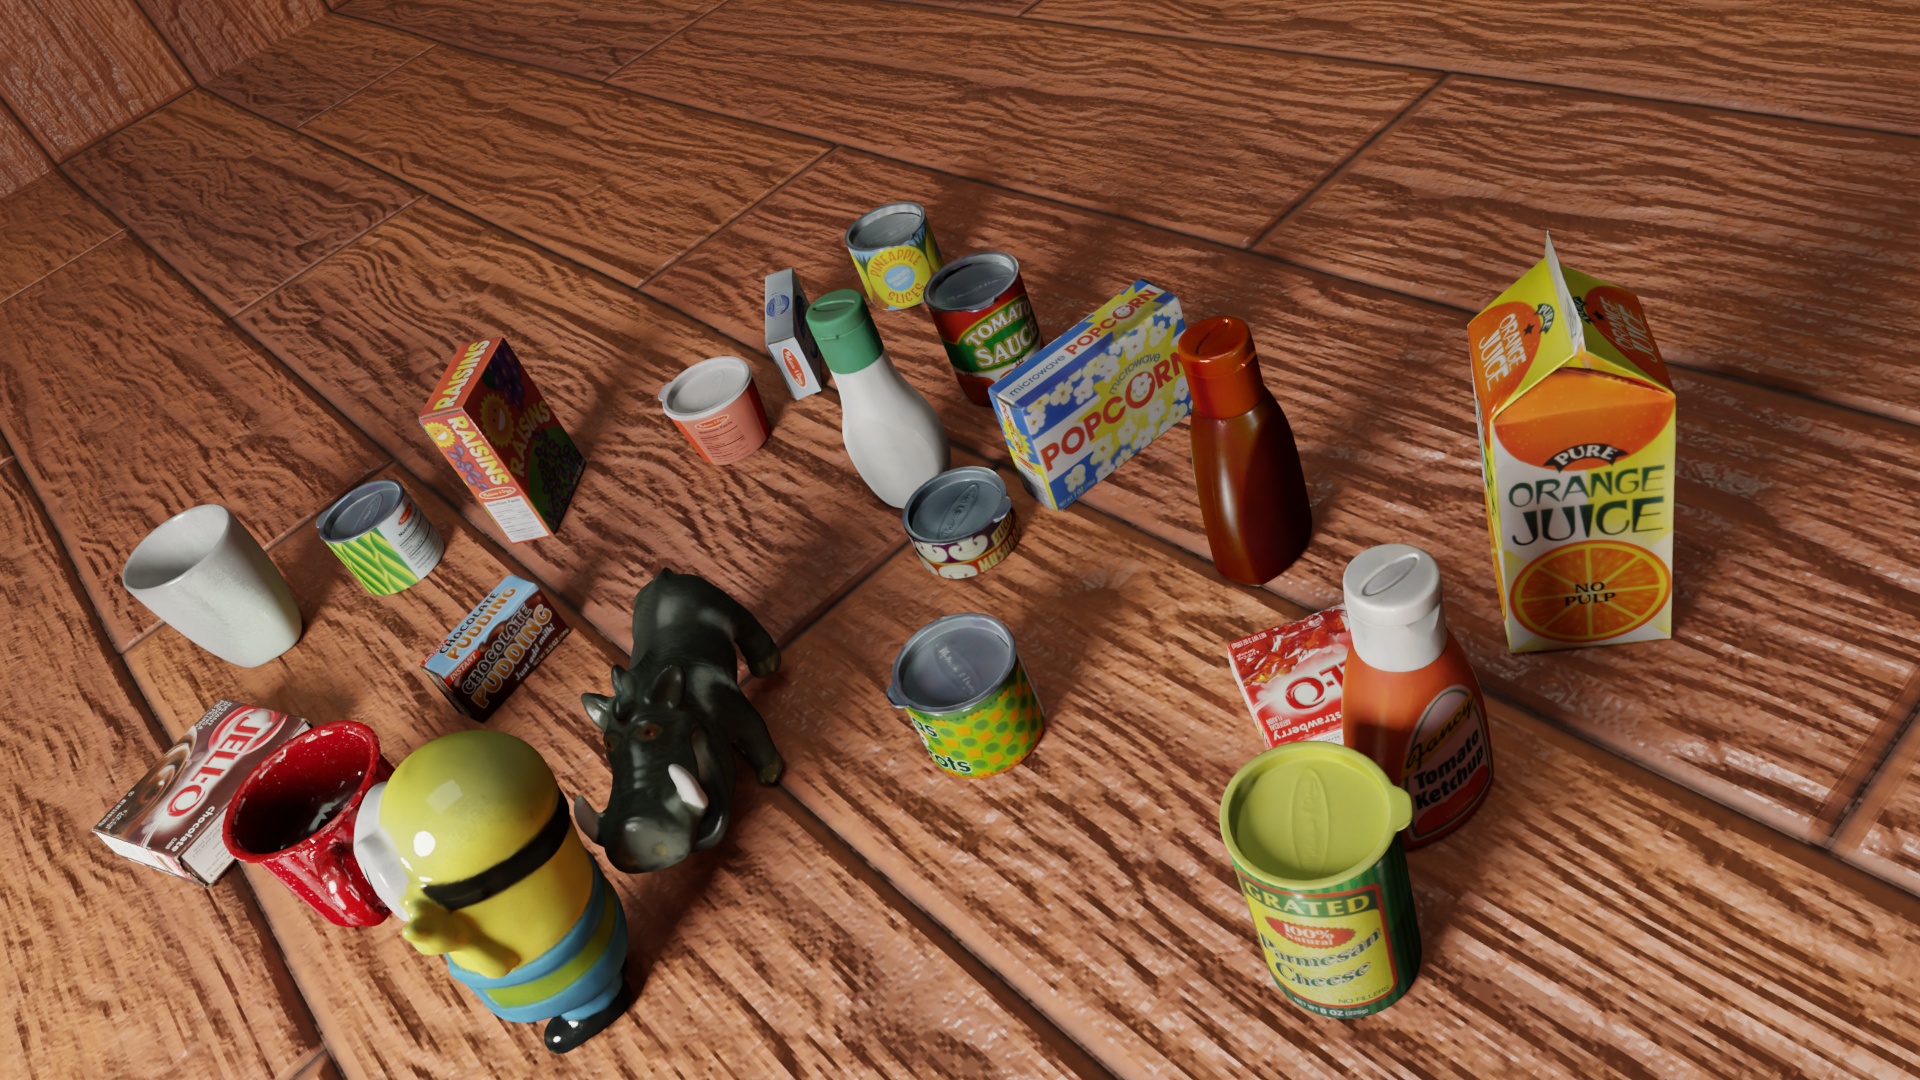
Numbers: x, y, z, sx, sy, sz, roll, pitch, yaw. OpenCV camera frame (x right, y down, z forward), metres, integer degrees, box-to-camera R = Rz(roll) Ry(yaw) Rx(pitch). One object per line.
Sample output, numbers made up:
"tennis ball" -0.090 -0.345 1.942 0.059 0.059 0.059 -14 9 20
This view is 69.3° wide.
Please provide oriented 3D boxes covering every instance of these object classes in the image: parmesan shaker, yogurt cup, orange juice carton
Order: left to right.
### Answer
"yogurt cup" -0.172 -0.091 0.998 0.072 0.053 0.073 -13 41 12
"parmesan shaker" 0.149 0.137 0.554 0.071 0.102 0.072 -14 41 12
"orange juice carton" 0.272 -0.040 0.620 0.073 0.191 0.072 -8 42 18

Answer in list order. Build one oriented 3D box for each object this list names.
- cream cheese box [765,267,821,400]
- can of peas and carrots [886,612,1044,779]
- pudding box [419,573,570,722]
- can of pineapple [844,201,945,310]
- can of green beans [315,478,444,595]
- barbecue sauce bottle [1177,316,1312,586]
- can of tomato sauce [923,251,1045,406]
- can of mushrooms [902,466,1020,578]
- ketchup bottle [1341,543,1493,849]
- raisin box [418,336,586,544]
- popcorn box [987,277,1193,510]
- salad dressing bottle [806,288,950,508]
"cream cheese box" -0.127 -0.157 1.050 0.024 0.053 0.104 -18 40 7
"can of peas and carrots" 0.003 0.082 0.719 0.071 0.058 0.071 -13 41 12
"pudding box" -0.296 0.068 0.885 0.030 0.049 0.084 14 52 37
"can of pineapple" -0.049 -0.220 1.078 0.071 0.057 0.071 -13 41 12
"can of green beans" -0.422 -0.002 1.017 0.071 0.057 0.071 -13 41 12
"barbecue sauce bottle" 0.147 -0.047 0.723 0.044 0.148 0.065 20 56 40
"can of tomato sauce" 0.020 -0.142 0.939 0.071 0.082 0.071 -14 41 12
"can of mushrooms" 0.003 -0.011 0.841 0.071 0.033 0.071 -13 41 12
"ketchup bottle" 0.187 0.065 0.580 0.065 0.148 0.043 -35 41 -13
"raisin box" -0.325 -0.071 0.996 0.040 0.123 0.086 -9 42 17
"popcorn box" 0.085 -0.089 0.848 0.127 0.085 0.038 -37 41 -16
"salad dressing bottle" -0.051 -0.086 0.862 0.064 0.147 0.044 -2 45 25
